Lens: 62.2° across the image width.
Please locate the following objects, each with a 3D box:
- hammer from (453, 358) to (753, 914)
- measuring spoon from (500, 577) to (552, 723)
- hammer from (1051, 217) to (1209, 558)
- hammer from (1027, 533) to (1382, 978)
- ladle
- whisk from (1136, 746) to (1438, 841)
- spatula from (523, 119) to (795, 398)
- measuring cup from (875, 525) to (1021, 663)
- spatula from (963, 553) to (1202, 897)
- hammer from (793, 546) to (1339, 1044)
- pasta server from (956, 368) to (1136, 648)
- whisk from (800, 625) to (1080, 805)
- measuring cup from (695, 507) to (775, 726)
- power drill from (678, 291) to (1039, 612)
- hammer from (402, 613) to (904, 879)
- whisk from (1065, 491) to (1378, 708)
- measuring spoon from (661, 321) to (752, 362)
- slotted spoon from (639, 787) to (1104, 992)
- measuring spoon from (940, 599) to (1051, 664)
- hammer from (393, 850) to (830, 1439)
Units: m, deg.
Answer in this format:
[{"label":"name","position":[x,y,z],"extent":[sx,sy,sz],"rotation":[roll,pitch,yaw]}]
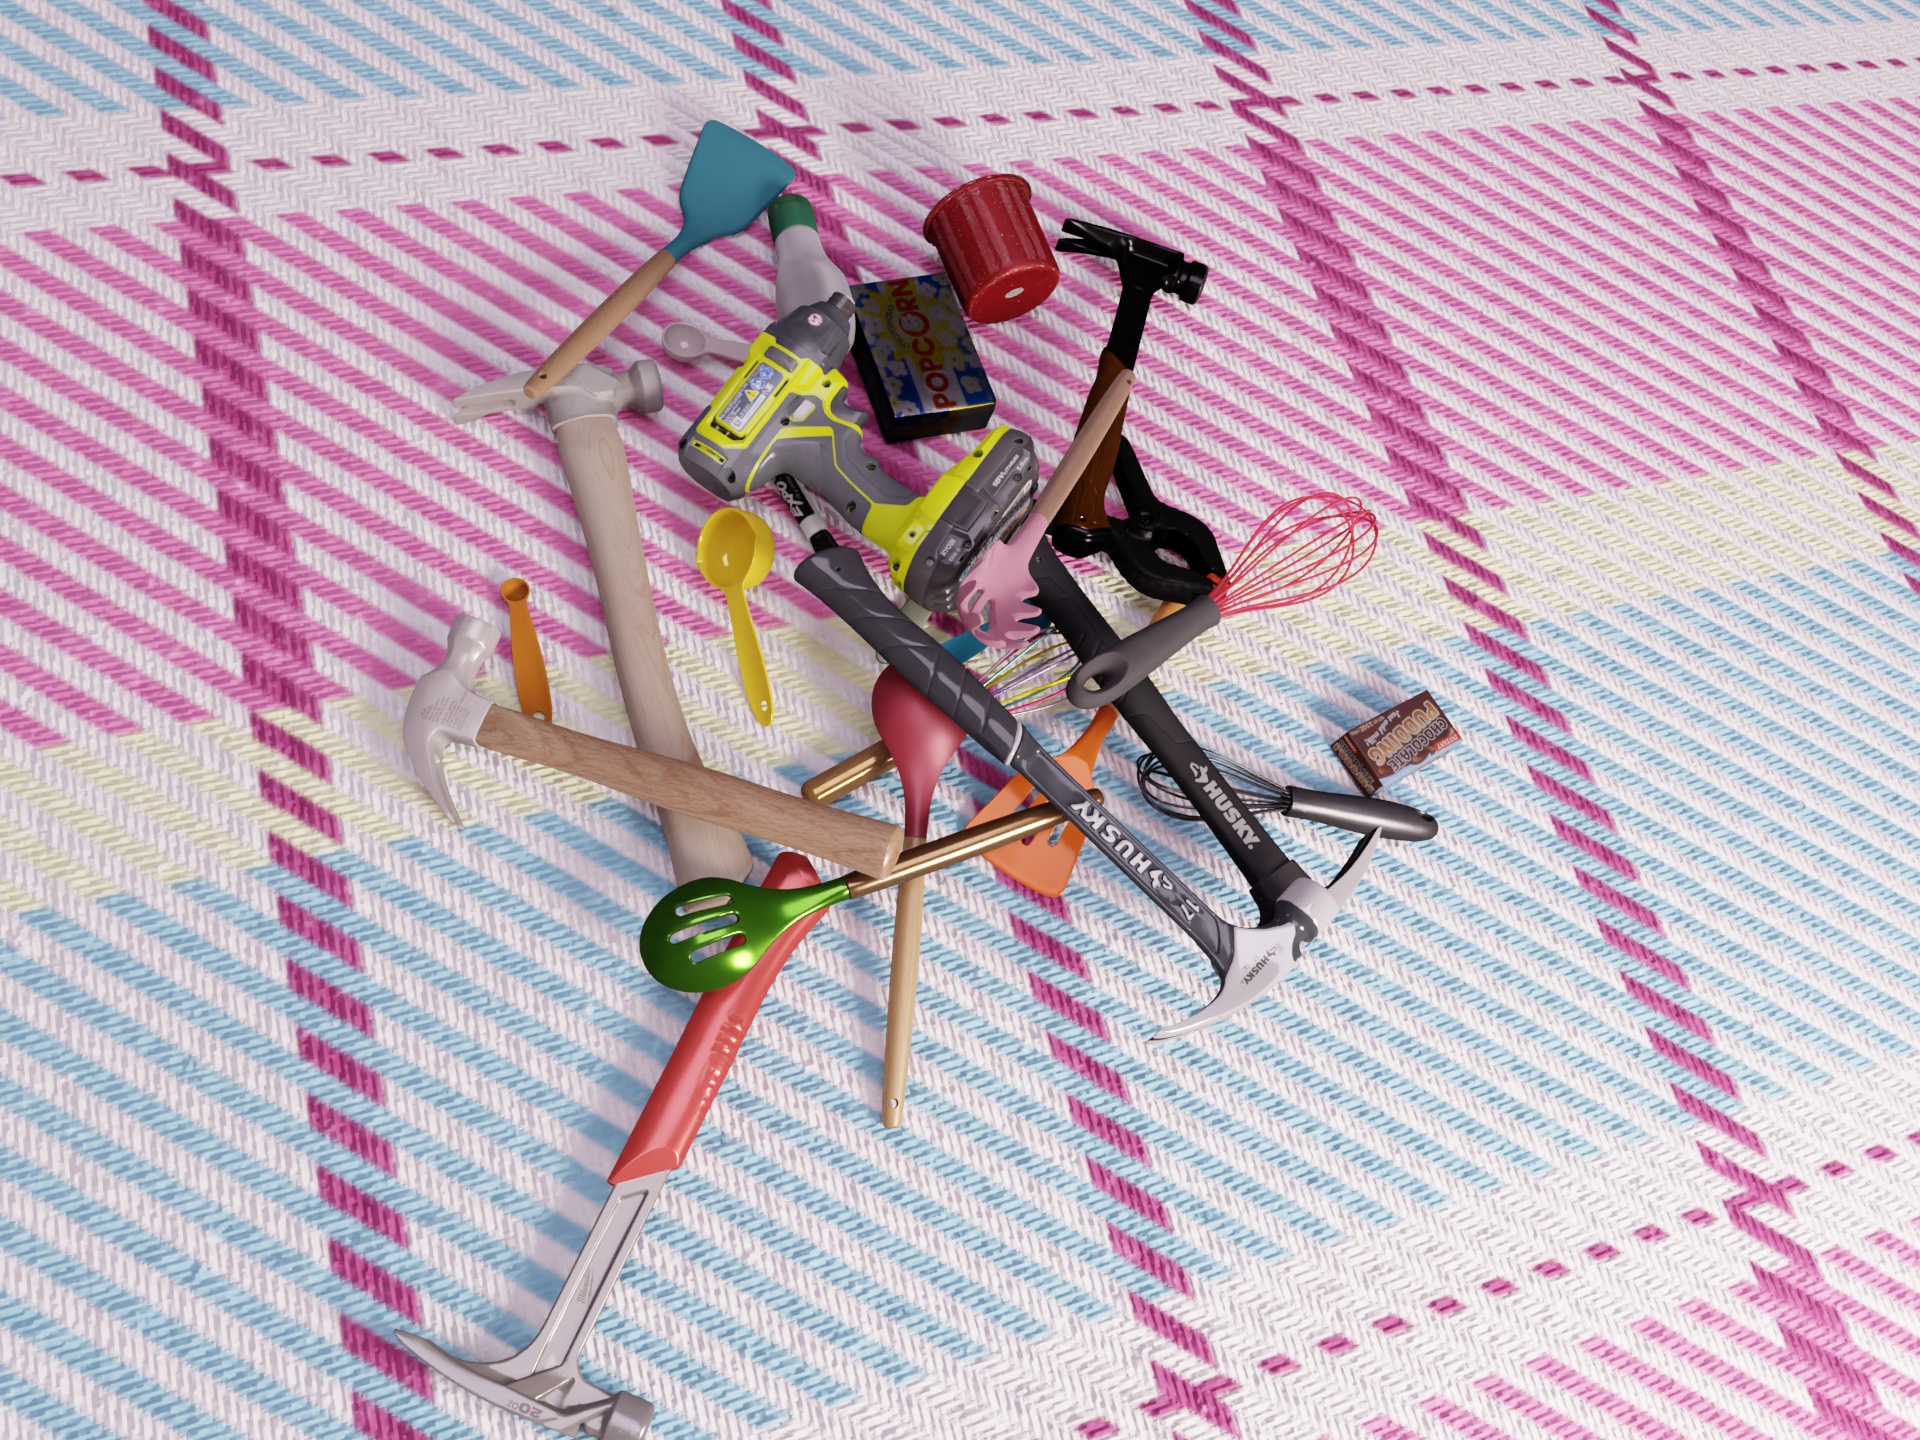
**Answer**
[{"label":"hammer","position":[-0.231,-0.063,1.076],"extent":[0.146,0.038,0.411],"rotation":[-12,70,-17]},{"label":"measuring spoon","position":[-0.291,-0.042,1.067],"extent":[0.021,0.011,0.117],"rotation":[-10,72,-16]},{"label":"hammer","position":[0.109,-0.259,1.225],"extent":[0.127,0.034,0.337],"rotation":[18,55,-4]},{"label":"hammer","position":[0.142,0.006,1.078],"extent":[0.146,0.035,0.335],"rotation":[-33,78,-17]},{"label":"ladle","position":[-0.033,0.102,1.034],"extent":[0.069,0.031,0.316],"rotation":[6,74,-6]},{"label":"whisk","position":[0.235,0.058,1.133],"extent":[0.239,0.055,0.055],"rotation":[11,64,-14]},{"label":"spatula","position":[-0.231,-0.339,1.183],"extent":[0.082,0.044,0.318],"rotation":[31,52,-3]},{"label":"measuring cup","position":[-0.014,-0.108,1.149],"extent":[0.083,0.038,0.168],"rotation":[32,60,2]},{"label":"spatula","position":[0.113,-0.018,1.151],"extent":[0.081,0.041,0.323],"rotation":[33,58,2]},{"label":"hammer","position":[0.044,0.032,1.020],"extent":[0.409,0.036,0.149],"rotation":[43,67,11]},{"label":"pasta server","position":[0.069,-0.156,1.098],"extent":[0.060,0.040,0.316],"rotation":[49,48,-21]},{"label":"whisk","position":[-0.001,-0.003,1.099],"extent":[0.245,0.051,0.047],"rotation":[-29,58,-19]},{"label":"measuring cup","position":[-0.143,-0.071,1.104],"extent":[0.029,0.062,0.156],"rotation":[-3,77,-54]},{"label":"power drill","position":[-0.062,-0.192,1.118],"extent":[0.223,0.080,0.171],"rotation":[33,77,10]},{"label":"hammer","position":[-0.196,0.037,0.998],"extent":[0.331,0.031,0.130],"rotation":[17,72,10]},{"label":"whisk","position":[0.183,-0.083,1.085],"extent":[0.296,0.073,0.073],"rotation":[-32,77,-27]},{"label":"measuring spoon","position":[-0.166,-0.273,1.204],"extent":[0.124,0.018,0.034],"rotation":[9,58,-17]},{"label":"slotted spoon","position":[-0.049,0.095,1.004],"extent":[0.313,0.031,0.070],"rotation":[-18,70,-18]},{"label":"measuring spoon","position":[0.009,-0.054,1.147],"extent":[0.128,0.021,0.042],"rotation":[-30,77,-15]},{"label":"hammer","position":[-0.181,0.233,0.953],"extent":[0.149,0.036,0.359],"rotation":[26,63,-2]}]
